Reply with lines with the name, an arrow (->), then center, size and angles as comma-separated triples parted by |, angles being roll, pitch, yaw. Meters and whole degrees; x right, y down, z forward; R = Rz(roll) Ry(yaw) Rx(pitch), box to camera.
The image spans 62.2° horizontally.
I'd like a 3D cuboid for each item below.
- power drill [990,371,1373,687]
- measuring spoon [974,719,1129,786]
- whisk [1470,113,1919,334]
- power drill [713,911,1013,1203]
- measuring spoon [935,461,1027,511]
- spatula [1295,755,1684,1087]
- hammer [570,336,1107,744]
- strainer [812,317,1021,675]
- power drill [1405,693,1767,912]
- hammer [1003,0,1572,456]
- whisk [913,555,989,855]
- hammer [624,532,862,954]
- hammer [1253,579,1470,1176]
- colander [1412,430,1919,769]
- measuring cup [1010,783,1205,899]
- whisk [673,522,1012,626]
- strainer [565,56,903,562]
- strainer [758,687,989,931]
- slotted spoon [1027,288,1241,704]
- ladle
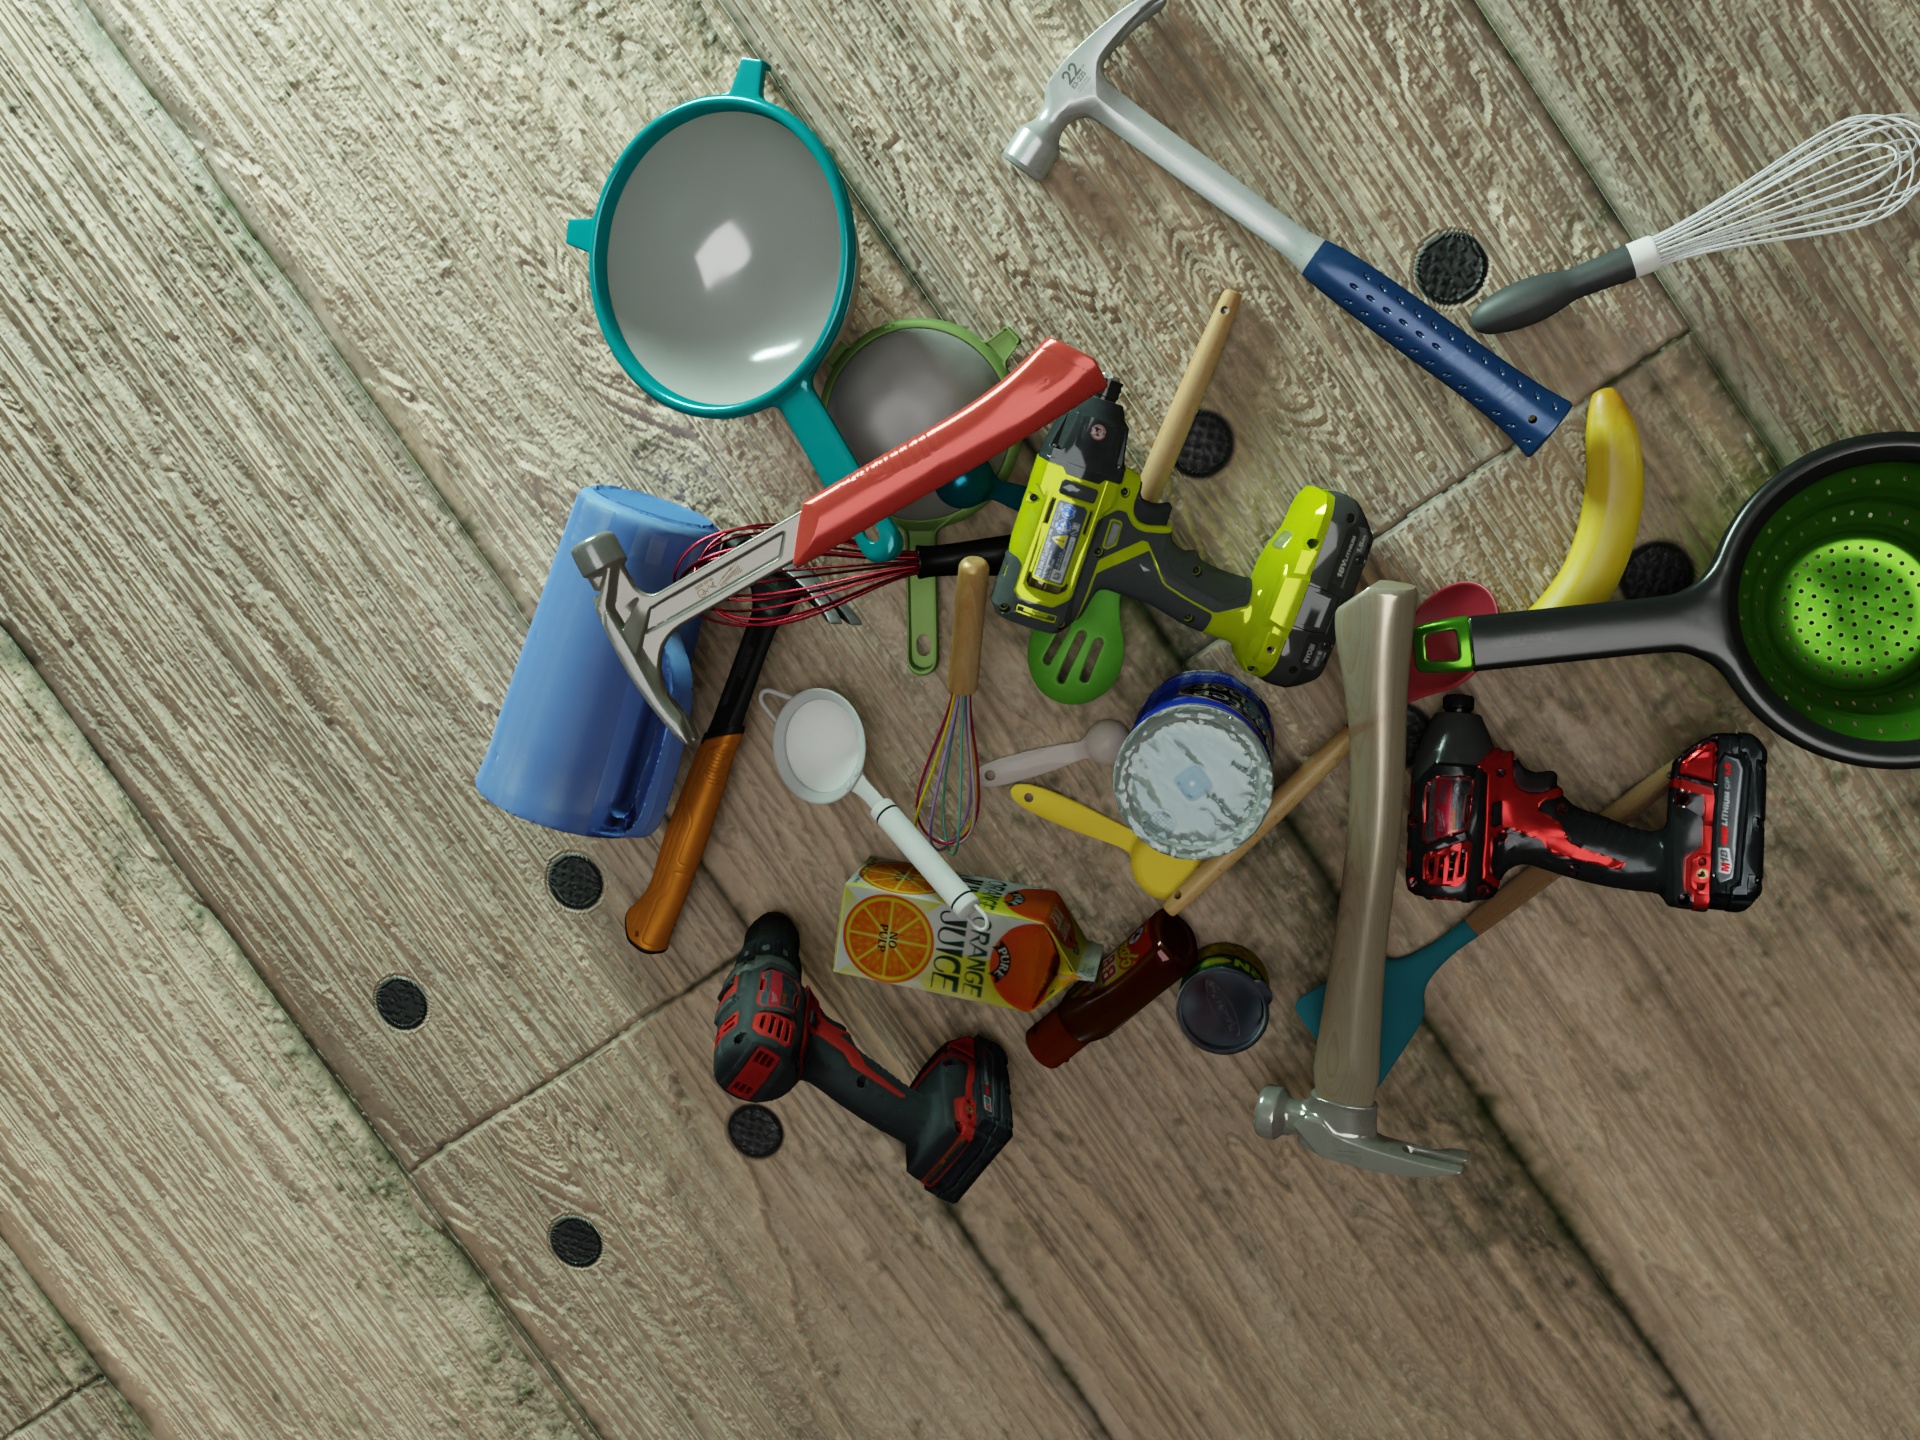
power drill -> 0.150, -0.122, 1.064 | 0.223, 0.080, 0.171 | 17, 103, -8
measuring spoon -> 0.065, 0.030, 1.173 | 0.124, 0.018, 0.034 | -16, 98, 15
whisk -> 0.465, -0.305, 1.004 | 0.284, 0.070, 0.070 | -20, 97, 19
power drill -> -0.077, 0.241, 1.185 | 0.226, 0.188, 0.080 | 30, 111, -15
measuring spoon -> 0.043, -0.152, 1.106 | 0.128, 0.021, 0.042 | 15, 112, -23
spatula -> 0.381, 0.133, 1.117 | 0.317, 0.044, 0.082 | -43, 80, 15
hammer -> -0.066, -0.129, 1.018 | 0.359, 0.037, 0.149 | -28, 94, 8
strainer -> -0.034, -0.155, 1.128 | 0.151, 0.069, 0.256 | 1, 100, 11
power drill -> 0.413, 0.056, 1.065 | 0.220, 0.078, 0.143 | 2, 85, 22
hammer -> 0.228, -0.317, 1.047 | 0.405, 0.035, 0.144 | 38, 106, 6
whisk -> -0.003, -0.003, 1.128 | 0.047, 0.051, 0.244 | 3, 122, -4
hammer -> -0.181, 0.036, 1.200 | 0.127, 0.034, 0.336 | 35, 112, 31
hammer -> 0.282, 0.112, 1.066 | 0.146, 0.038, 0.410 | 9, 108, 26
colander -> 0.495, -0.064, 1.020 | 0.397, 0.094, 0.204 | -6, 88, 15
measuring cup -> 0.107, 0.085, 1.168 | 0.156, 0.029, 0.062 | 23, 105, 3
whisk -> -0.049, -0.107, 1.095 | 0.296, 0.073, 0.073 | -5, 101, -7
strainer -> -0.114, -0.259, 1.094 | 0.211, 0.095, 0.340 | -32, 84, 25
strainer -> -0.059, 0.062, 1.155 | 0.259, 0.050, 0.087 | 47, 115, 29
slotted spoon -> 0.126, -0.152, 1.119 | 0.070, 0.031, 0.313 | 25, 104, 8
ladle -> 0.256, 0.027, 1.111 | 0.315, 0.069, 0.031 | -46, 135, 13
